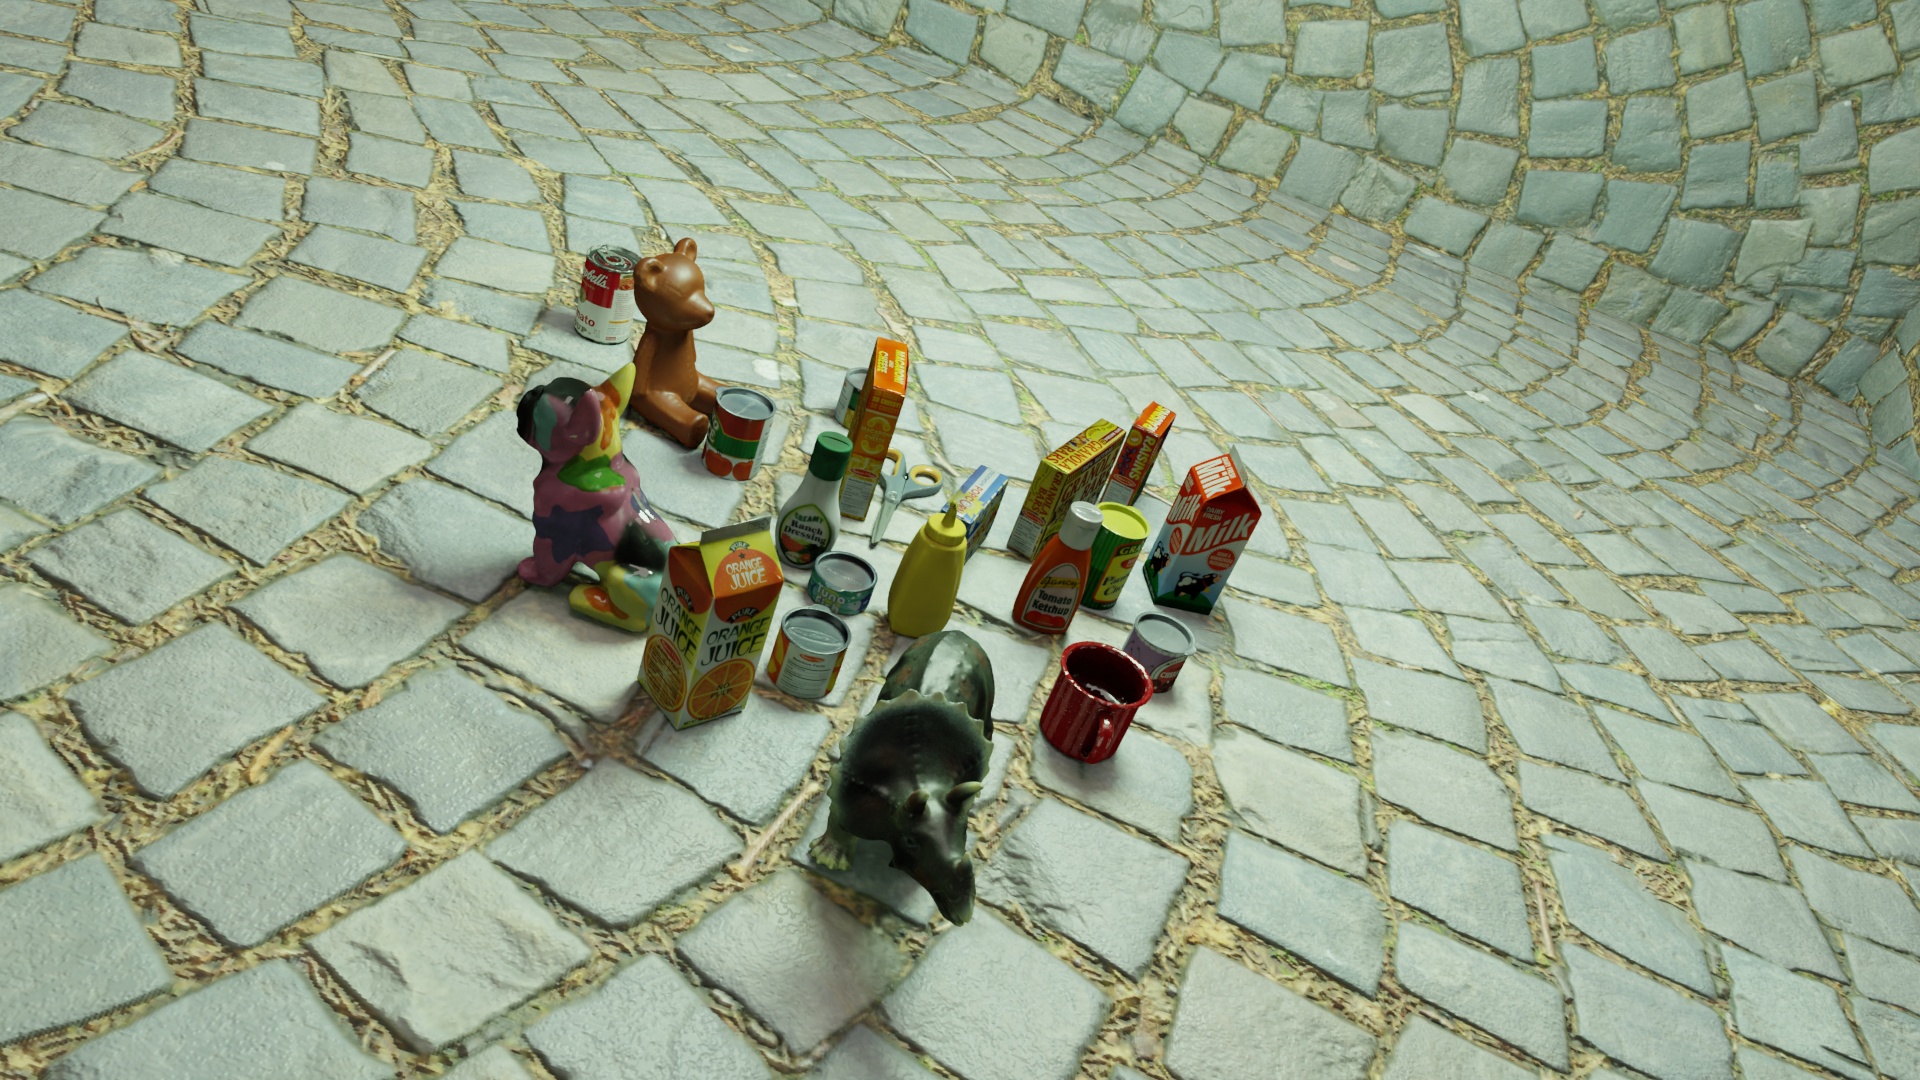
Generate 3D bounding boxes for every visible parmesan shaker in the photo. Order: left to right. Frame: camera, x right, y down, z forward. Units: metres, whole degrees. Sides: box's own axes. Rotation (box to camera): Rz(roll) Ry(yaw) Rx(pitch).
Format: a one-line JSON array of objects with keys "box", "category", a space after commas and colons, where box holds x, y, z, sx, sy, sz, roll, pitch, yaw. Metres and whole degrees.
[{"box": [0.162, 0.017, 1.537, 0.071, 0.102, 0.072, 15, 32, -10], "category": "parmesan shaker"}]

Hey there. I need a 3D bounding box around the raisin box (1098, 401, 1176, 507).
[{"box": [0.220, -0.102, 1.729, 0.040, 0.122, 0.086, 28, 32, 11], "category": "raisin box"}]

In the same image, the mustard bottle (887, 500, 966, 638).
[{"box": [-0.026, 0.024, 1.366, 0.065, 0.159, 0.049, 11, 33, -16], "category": "mustard bottle"}]

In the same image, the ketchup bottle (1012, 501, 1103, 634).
[{"box": [0.106, 0.028, 1.446, 0.065, 0.148, 0.044, 14, 32, -11], "category": "ketchup bottle"}]

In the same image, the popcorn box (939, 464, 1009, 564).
[{"box": [0.005, -0.019, 1.518, 0.038, 0.084, 0.127, 27, 32, 9], "category": "popcorn box"}]

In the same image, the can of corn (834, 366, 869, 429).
[{"box": [-0.114, -0.170, 1.702, 0.071, 0.058, 0.071, 15, 32, -10], "category": "can of corn"}]

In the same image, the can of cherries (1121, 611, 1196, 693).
[{"box": [0.205, 0.119, 1.452, 0.071, 0.058, 0.072, 15, 32, -10], "category": "can of cherries"}]

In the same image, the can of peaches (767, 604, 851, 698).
[{"box": [-0.139, 0.102, 1.280, 0.071, 0.057, 0.071, 15, 32, -10], "category": "can of peaches"}]

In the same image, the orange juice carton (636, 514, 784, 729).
[{"box": [-0.209, 0.061, 1.174, 0.072, 0.191, 0.073, -13, 45, -42], "category": "orange juice carton"}]

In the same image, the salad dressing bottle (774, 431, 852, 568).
[{"box": [-0.146, -0.041, 1.406, 0.064, 0.146, 0.044, 19, 32, -4], "category": "salad dressing bottle"}]

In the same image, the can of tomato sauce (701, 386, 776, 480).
[{"box": [-0.246, -0.118, 1.524, 0.071, 0.082, 0.071, 15, 32, -10], "category": "can of tomato sauce"}]

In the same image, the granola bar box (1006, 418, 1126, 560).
[{"box": [0.125, -0.061, 1.613, 0.039, 0.123, 0.166, 31, 33, 16], "category": "granola bar box"}]

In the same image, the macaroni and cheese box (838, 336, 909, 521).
[{"box": [-0.098, -0.124, 1.541, 0.040, 0.165, 0.124, 15, 32, -10], "category": "macaroni and cheese box"}]

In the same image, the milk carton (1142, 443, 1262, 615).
[{"box": [0.279, -0.014, 1.569, 0.073, 0.189, 0.073, 12, 33, -14], "category": "milk carton"}]

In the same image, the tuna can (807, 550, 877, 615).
[{"box": [-0.120, 0.044, 1.401, 0.071, 0.032, 0.071, 15, 32, -10], "category": "tuna can"}]
